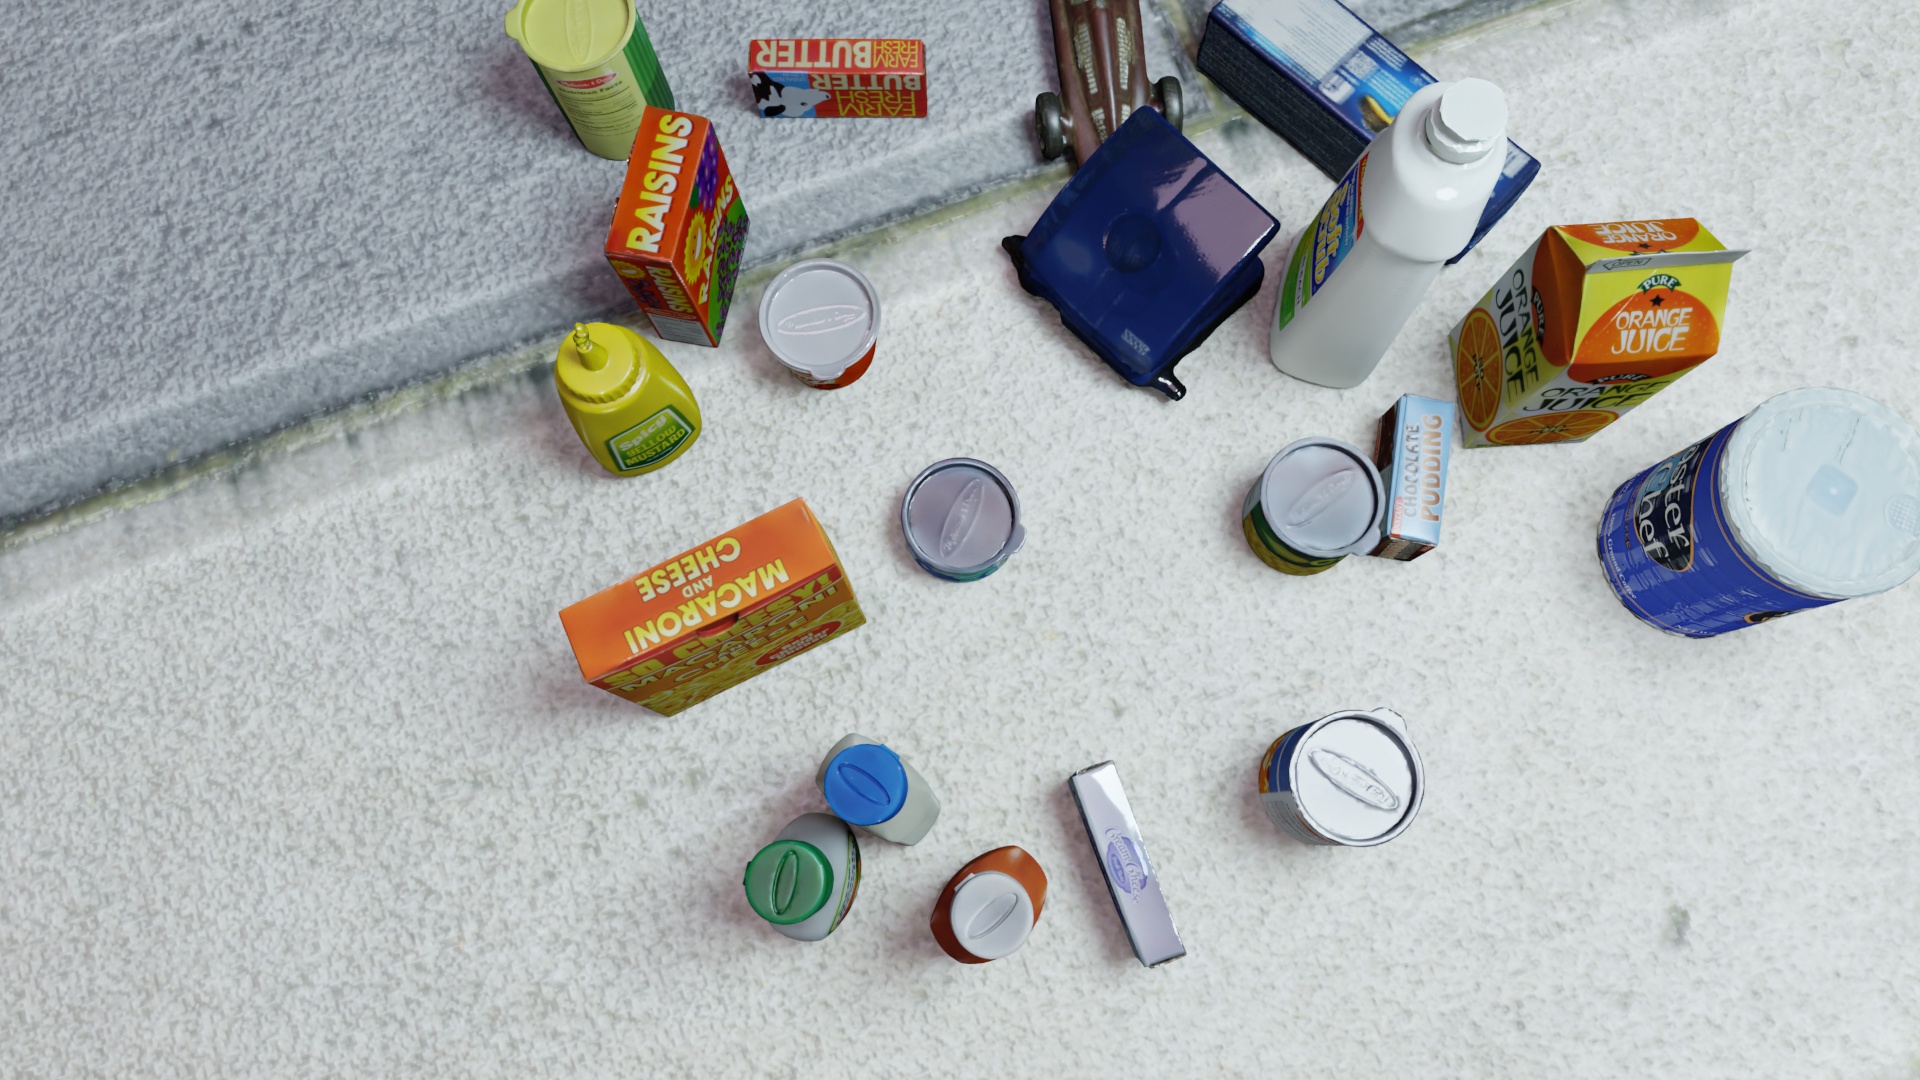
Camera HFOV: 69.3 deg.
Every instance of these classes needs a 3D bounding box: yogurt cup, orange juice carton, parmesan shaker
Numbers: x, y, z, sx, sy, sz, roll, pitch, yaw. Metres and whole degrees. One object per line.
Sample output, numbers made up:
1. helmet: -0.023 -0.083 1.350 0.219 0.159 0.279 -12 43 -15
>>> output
1. yogurt cup: -0.077 -0.119 0.789 0.072 0.054 0.072 0 78 1
2. orange juice carton: 0.320 -0.108 0.711 0.072 0.192 0.073 -3 78 0
3. parmesan shaker: -0.210 -0.272 0.800 0.071 0.103 0.071 0 78 1

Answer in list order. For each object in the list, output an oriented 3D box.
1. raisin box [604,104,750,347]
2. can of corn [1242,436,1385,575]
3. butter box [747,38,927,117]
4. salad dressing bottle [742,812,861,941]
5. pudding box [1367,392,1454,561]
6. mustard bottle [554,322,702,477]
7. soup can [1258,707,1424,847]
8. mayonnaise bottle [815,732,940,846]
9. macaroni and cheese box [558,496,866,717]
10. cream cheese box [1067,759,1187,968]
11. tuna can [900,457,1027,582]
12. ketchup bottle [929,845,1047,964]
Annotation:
1. raisin box: -0.153 -0.169 0.765 0.040 0.123 0.086 12 78 3
2. can of corn: 0.193 -0.016 0.761 0.071 0.058 0.071 0 78 1
3. butter box: -0.071 -0.274 0.824 0.103 0.053 0.024 0 78 1
4. salad dressing bottle: -0.076 0.165 0.678 0.044 0.147 0.064 11 78 3
5. pudding box: 0.247 -0.034 0.768 0.030 0.049 0.084 10 78 3
6. mustard bottle: -0.179 -0.078 0.726 0.065 0.160 0.049 -32 79 -6
7. soup can: 0.195 0.122 0.717 0.071 0.083 0.071 0 78 1
8. mayonnaise bottle: -0.043 0.123 0.686 0.065 0.148 0.041 36 81 8
9. macaroni and cheese box: -0.115 0.039 0.697 0.124 0.166 0.040 -26 79 -5
10. cream cheese box: 0.085 0.167 0.723 0.024 0.053 0.104 -20 78 -3
11. tuna can: 0.003 -0.010 0.774 0.071 0.032 0.071 0 78 1
12. ketchup bottle: 0.014 0.177 0.673 0.065 0.148 0.043 -41 80 -7
